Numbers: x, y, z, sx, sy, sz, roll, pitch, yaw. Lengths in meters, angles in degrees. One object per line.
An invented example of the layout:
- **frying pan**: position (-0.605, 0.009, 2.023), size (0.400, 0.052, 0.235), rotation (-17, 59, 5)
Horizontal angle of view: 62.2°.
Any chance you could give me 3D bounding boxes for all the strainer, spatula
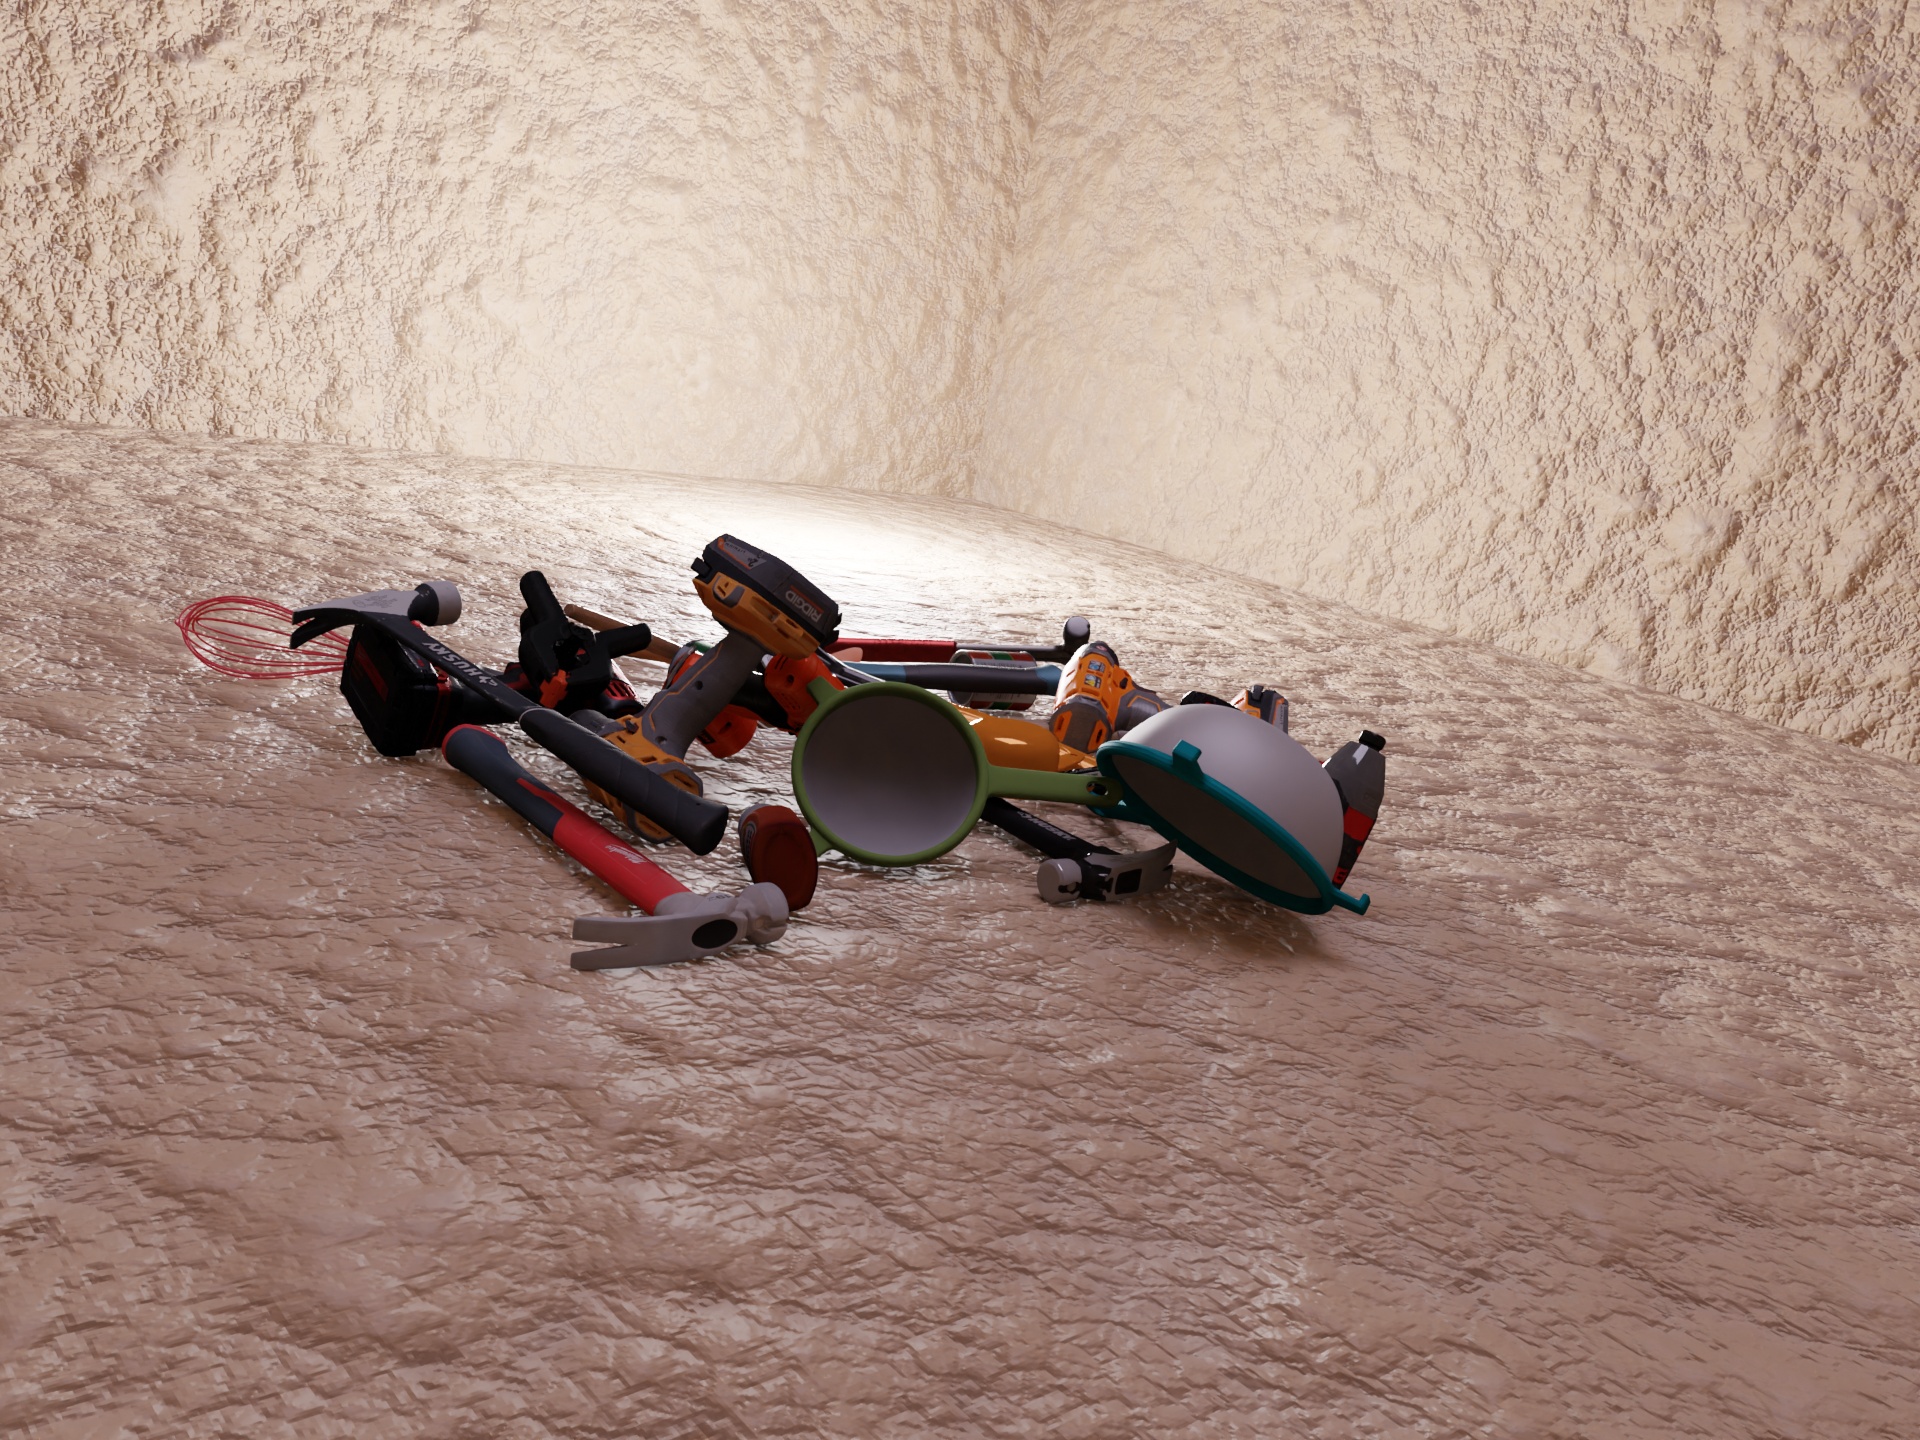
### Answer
- **strainer**: position (-0.005, 0.055, 1.228), size (0.256, 0.152, 0.069), rotation (5, -26, -10)
- **spatula**: position (-0.268, -0.072, 1.709), size (0.322, 0.041, 0.081), rotation (9, 21, 0)
- **strainer**: position (0.194, 0.050, 1.273), size (0.211, 0.095, 0.340), rotation (39, -11, -15)
- **spatula**: position (-0.281, -0.068, 1.554), size (0.060, 0.018, 0.315), rotation (17, -3, 28)

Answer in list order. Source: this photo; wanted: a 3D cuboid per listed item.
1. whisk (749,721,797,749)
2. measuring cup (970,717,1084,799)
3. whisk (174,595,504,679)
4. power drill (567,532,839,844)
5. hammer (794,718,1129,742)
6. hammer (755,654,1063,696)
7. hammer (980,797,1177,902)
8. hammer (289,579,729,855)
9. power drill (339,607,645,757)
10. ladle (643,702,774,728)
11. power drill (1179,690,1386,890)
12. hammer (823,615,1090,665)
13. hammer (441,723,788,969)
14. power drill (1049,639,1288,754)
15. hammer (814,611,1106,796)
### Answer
- **whisk**: position (-0.107, 0.014, 1.398), size (0.246, 0.058, 0.059), rotation (13, -11, 36)
- **measuring cup**: position (0.064, 0.023, 1.371), size (0.095, 0.052, 0.173), rotation (17, 18, 31)
- **whisk**: position (-0.541, -0.056, 1.421), size (0.295, 0.073, 0.073), rotation (11, 11, -24)
- **power drill**: position (-0.213, -0.031, 1.221), size (0.084, 0.226, 0.185), rotation (39, -6, -37)
- **hammer**: position (0.028, 0.015, 1.576), size (0.410, 0.038, 0.146), rotation (0, 18, -34)
- **hammer**: position (-0.048, -0.047, 1.656), size (0.331, 0.033, 0.128), rotation (2, 37, -18)
- **hammer**: position (0.034, 0.075, 1.330), size (0.146, 0.035, 0.335), rotation (-1, 17, -37)
- **hammer**: position (-0.314, -0.008, 1.127), size (0.409, 0.036, 0.149), rotation (28, 26, 31)
- **power drill**: position (-0.395, -0.043, 1.337), size (0.226, 0.080, 0.188), rotation (1, 34, -43)
- **ladle**: position (-0.312, -0.008, 1.446), size (0.315, 0.031, 0.069), rotation (4, 20, -30)
- **power drill**: position (0.264, 0.054, 1.352), size (0.078, 0.143, 0.220), rotation (26, 1, -34)
- **hammer**: position (-0.034, -0.075, 1.829), size (0.359, 0.037, 0.149), rotation (1, -26, -3)
- **hammer**: position (-0.282, 0.075, 1.091), size (0.143, 0.038, 0.387), rotation (-4, 19, -40)
- **power drill**: position (0.207, -0.009, 1.586), size (0.226, 0.084, 0.164), rotation (17, 35, 1)
- **hammer**: position (-0.002, -0.005, 1.492), size (0.337, 0.034, 0.127), rotation (22, 37, 11)
